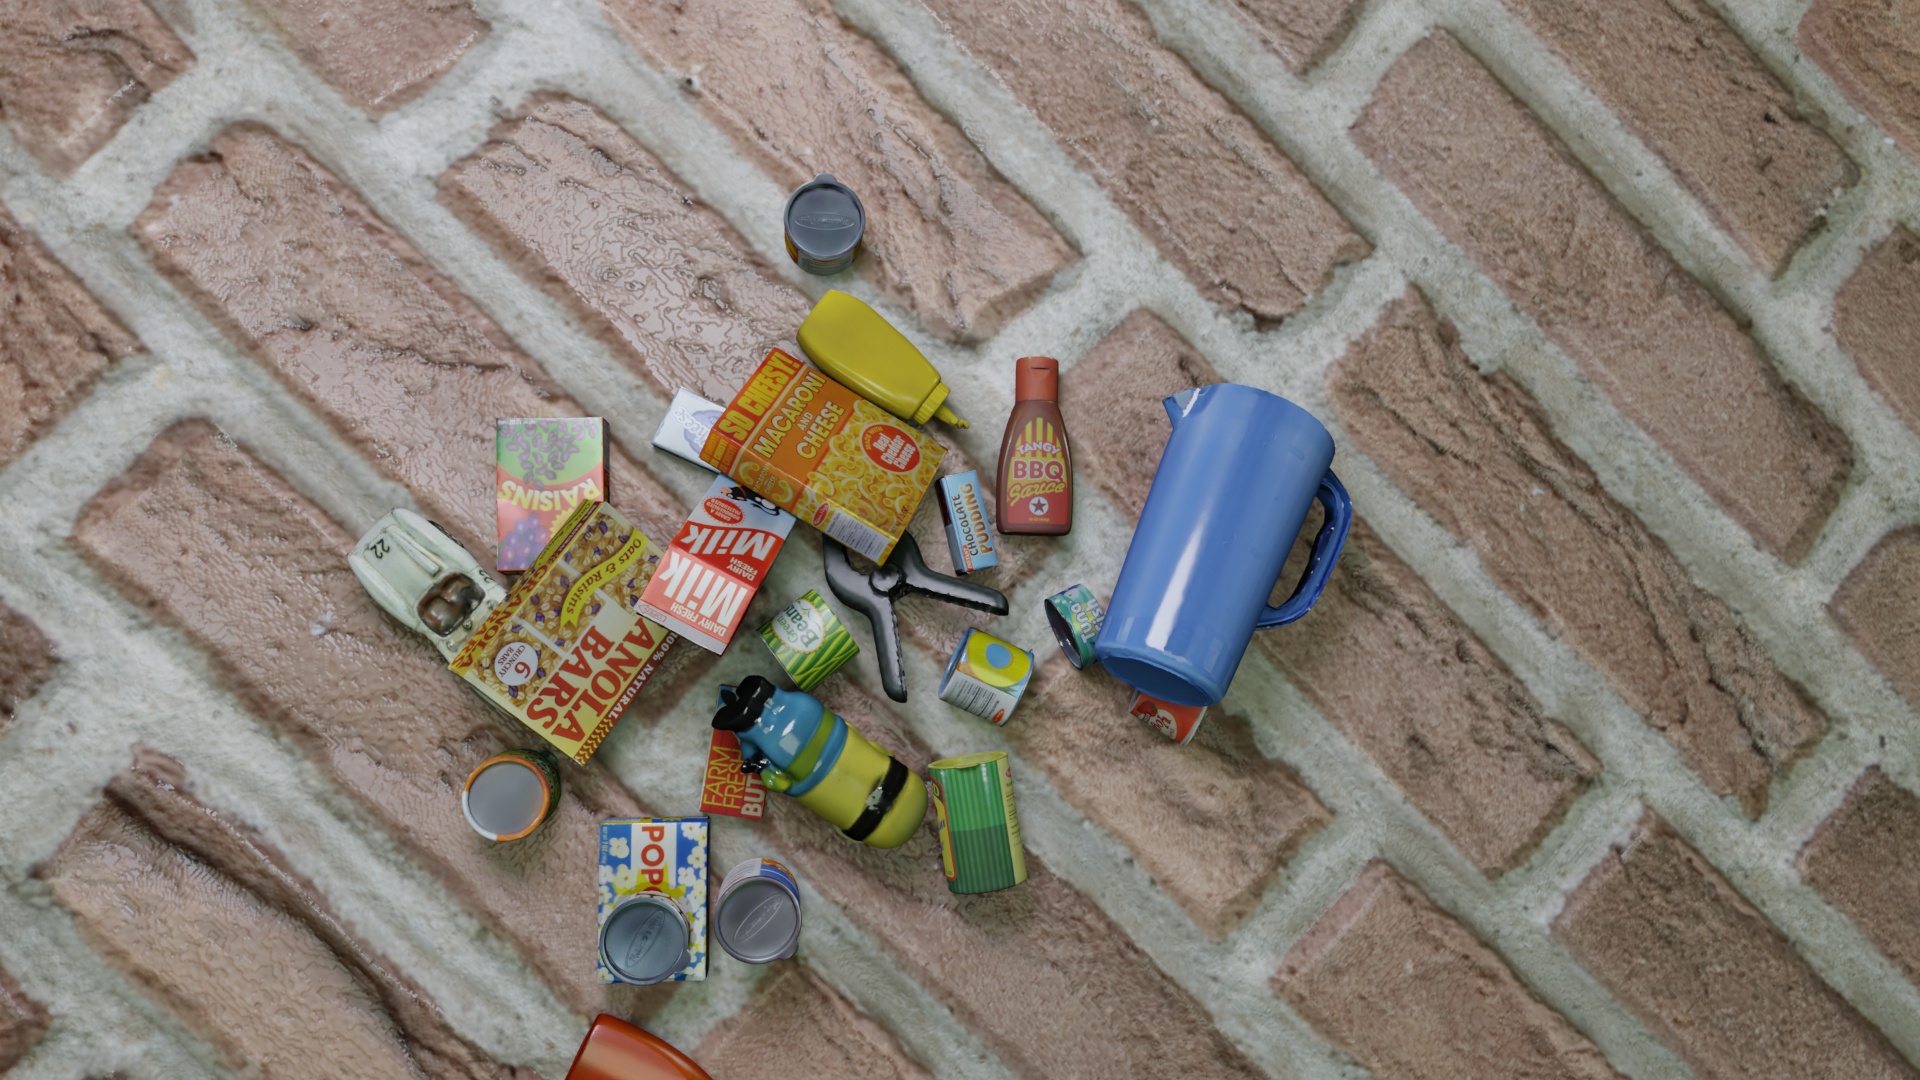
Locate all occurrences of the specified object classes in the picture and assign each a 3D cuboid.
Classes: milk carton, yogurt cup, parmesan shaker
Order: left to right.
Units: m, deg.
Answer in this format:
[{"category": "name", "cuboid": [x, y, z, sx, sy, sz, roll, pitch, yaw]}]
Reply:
[{"category": "milk carton", "cuboid": [-0.183, 0.019, 1.050, 0.072, 0.191, 0.073, 28, 119, -6]}, {"category": "parmesan shaker", "cuboid": [0.014, 0.228, 1.124, 0.071, 0.071, 0.103, -8, 87, -8]}, {"category": "yogurt cup", "cuboid": [0.175, 0.130, 1.157, 0.054, 0.072, 0.072, 25, 83, 3]}]

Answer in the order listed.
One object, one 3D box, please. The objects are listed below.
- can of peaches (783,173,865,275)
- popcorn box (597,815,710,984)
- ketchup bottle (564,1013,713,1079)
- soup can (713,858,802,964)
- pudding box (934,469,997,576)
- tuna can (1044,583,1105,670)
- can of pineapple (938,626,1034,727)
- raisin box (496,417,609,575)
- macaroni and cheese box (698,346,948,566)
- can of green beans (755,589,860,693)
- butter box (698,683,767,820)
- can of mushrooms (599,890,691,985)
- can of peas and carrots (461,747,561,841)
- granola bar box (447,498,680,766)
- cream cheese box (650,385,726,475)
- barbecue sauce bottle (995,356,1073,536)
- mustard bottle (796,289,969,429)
[{"category": "can of peaches", "cuboid": [-0.113, -0.260, 1.149, 0.071, 0.058, 0.071, 1, 86, -7]}, {"category": "popcorn box", "cuboid": [-0.242, 0.283, 1.102, 0.085, 0.038, 0.126, 1, 86, -8]}, {"category": "ketchup bottle", "cuboid": [-0.232, 0.430, 1.090, 0.149, 0.043, 0.065, 27, 84, -5]}, {"category": "soup can", "cuboid": [-0.157, 0.291, 1.090, 0.071, 0.083, 0.071, 0, 87, -7]}, {"category": "pudding box", "cuboid": [0.004, -0.014, 1.151, 0.030, 0.049, 0.083, -13, 88, -10]}, {"category": "tuna can", "cuboid": [0.099, 0.070, 1.147, 0.033, 0.071, 0.071, -26, 90, -9]}, {"category": "can of pineapple", "cuboid": [0.021, 0.110, 1.137, 0.058, 0.071, 0.071, 25, 83, -5]}, {"category": "raisin box", "cuboid": [-0.326, -0.036, 1.113, 0.086, 0.040, 0.123, -1, 85, -9]}, {"category": "macaroni and cheese box", "cuboid": [-0.107, -0.069, 1.112, 0.166, 0.040, 0.124, 31, 44, -4]}, {"category": "can of green beans", "cuboid": [-0.123, 0.081, 1.118, 0.058, 0.071, 0.071, -37, 92, -8]}, {"category": "butter box", "cuboid": [-0.178, 0.171, 1.126, 0.053, 0.024, 0.103, 9, 84, -6]}, {"category": "can of mushrooms", "cuboid": [-0.239, 0.305, 1.063, 0.071, 0.033, 0.071, 1, 85, -7]}, {"category": "can of peas and carrots", "cuboid": [-0.347, 0.196, 1.084, 0.071, 0.058, 0.071, 0, 87, -8]}, {"category": "granola bar box", "cuboid": [-0.289, 0.069, 1.069, 0.124, 0.039, 0.166, 47, 67, -33]}, {"category": "cream cheese box", "cuboid": [-0.195, -0.081, 1.141, 0.104, 0.024, 0.053, 24, 84, -5]}, {"category": "barbecue sauce bottle", "cuboid": [0.063, -0.078, 1.167, 0.065, 0.043, 0.148, 2, 85, -6]}, {"category": "mustard bottle", "cuboid": [-0.059, -0.139, 1.152, 0.160, 0.048, 0.065, 38, 80, -4]}]
